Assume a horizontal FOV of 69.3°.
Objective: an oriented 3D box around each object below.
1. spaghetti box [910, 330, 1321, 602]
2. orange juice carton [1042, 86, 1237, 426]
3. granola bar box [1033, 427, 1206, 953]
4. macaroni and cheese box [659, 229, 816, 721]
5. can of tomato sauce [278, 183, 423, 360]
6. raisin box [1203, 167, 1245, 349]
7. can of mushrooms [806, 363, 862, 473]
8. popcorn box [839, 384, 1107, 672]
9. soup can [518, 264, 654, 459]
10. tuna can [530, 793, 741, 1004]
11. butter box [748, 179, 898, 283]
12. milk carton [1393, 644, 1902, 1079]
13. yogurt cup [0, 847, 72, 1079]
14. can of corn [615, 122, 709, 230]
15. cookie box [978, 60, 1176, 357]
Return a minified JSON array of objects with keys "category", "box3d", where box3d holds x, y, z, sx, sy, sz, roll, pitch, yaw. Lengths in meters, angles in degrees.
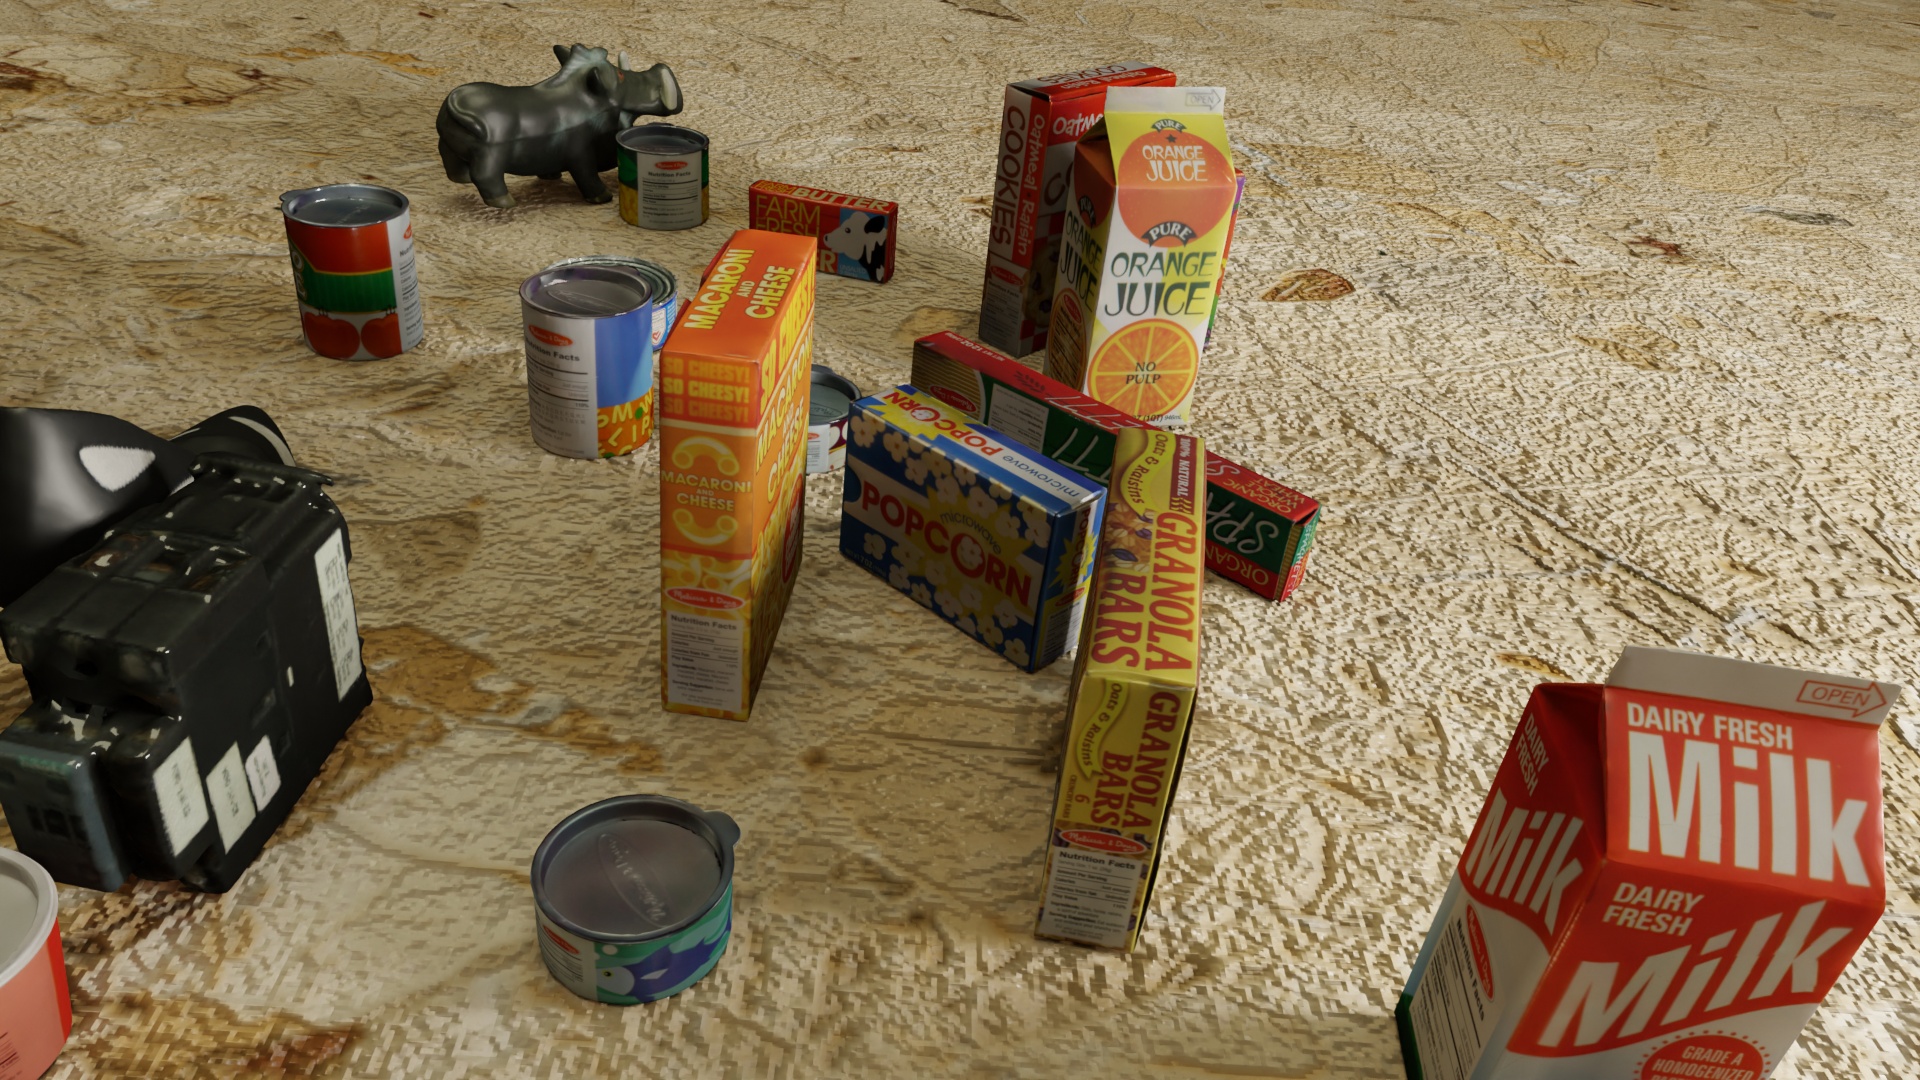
[{"category":"spaghetti box","box3d":[0.074,-0.044,0.738,0.250,0.050,0.029,29,39,30]},{"category":"orange juice carton","box3d":[0.101,-0.164,0.795,0.072,0.191,0.073,-3,34,-15]},{"category":"granola bar box","box3d":[0.063,0.050,0.525,0.039,0.123,0.166,10,33,5]},{"category":"macaroni and cheese box","box3d":[-0.092,-0.029,0.578,0.040,0.165,0.124,7,33,1]},{"category":"can of tomato sauce","box3d":[-0.350,-0.154,0.798,0.071,0.082,0.071,5,33,-3]},{"category":"raisin box","box3d":[0.126,-0.179,0.886,0.086,0.122,0.040,-10,36,-24]},{"category":"can of mushrooms","box3d":[-0.087,-0.067,0.758,0.071,0.033,0.071,5,33,-3]},{"category":"popcorn box","box3d":[0.002,-0.008,0.638,0.127,0.084,0.038,30,40,32]},{"category":"soup can","box3d":[-0.195,-0.096,0.737,0.071,0.083,0.072,5,33,-3]},{"category":"tuna can","box3d":[-0.108,0.120,0.471,0.071,0.032,0.071,5,33,-3]},{"category":"butter box","box3d":[-0.096,-0.215,0.964,0.103,0.052,0.024,12,33,9]},{"category":"milk carton","box3d":[0.190,0.109,0.398,0.072,0.189,0.074,8,33,2]},{"category":"yogurt cup","box3d":[-0.295,0.130,0.401,0.072,0.053,0.073,5,33,-3]},{"category":"can of corn","box3d":[-0.217,-0.267,1.016,0.071,0.058,0.071,5,33,-3]},{"category":"cookie box","box3d":[0.075,-0.213,0.887,0.040,0.166,0.123,32,40,33]}]
